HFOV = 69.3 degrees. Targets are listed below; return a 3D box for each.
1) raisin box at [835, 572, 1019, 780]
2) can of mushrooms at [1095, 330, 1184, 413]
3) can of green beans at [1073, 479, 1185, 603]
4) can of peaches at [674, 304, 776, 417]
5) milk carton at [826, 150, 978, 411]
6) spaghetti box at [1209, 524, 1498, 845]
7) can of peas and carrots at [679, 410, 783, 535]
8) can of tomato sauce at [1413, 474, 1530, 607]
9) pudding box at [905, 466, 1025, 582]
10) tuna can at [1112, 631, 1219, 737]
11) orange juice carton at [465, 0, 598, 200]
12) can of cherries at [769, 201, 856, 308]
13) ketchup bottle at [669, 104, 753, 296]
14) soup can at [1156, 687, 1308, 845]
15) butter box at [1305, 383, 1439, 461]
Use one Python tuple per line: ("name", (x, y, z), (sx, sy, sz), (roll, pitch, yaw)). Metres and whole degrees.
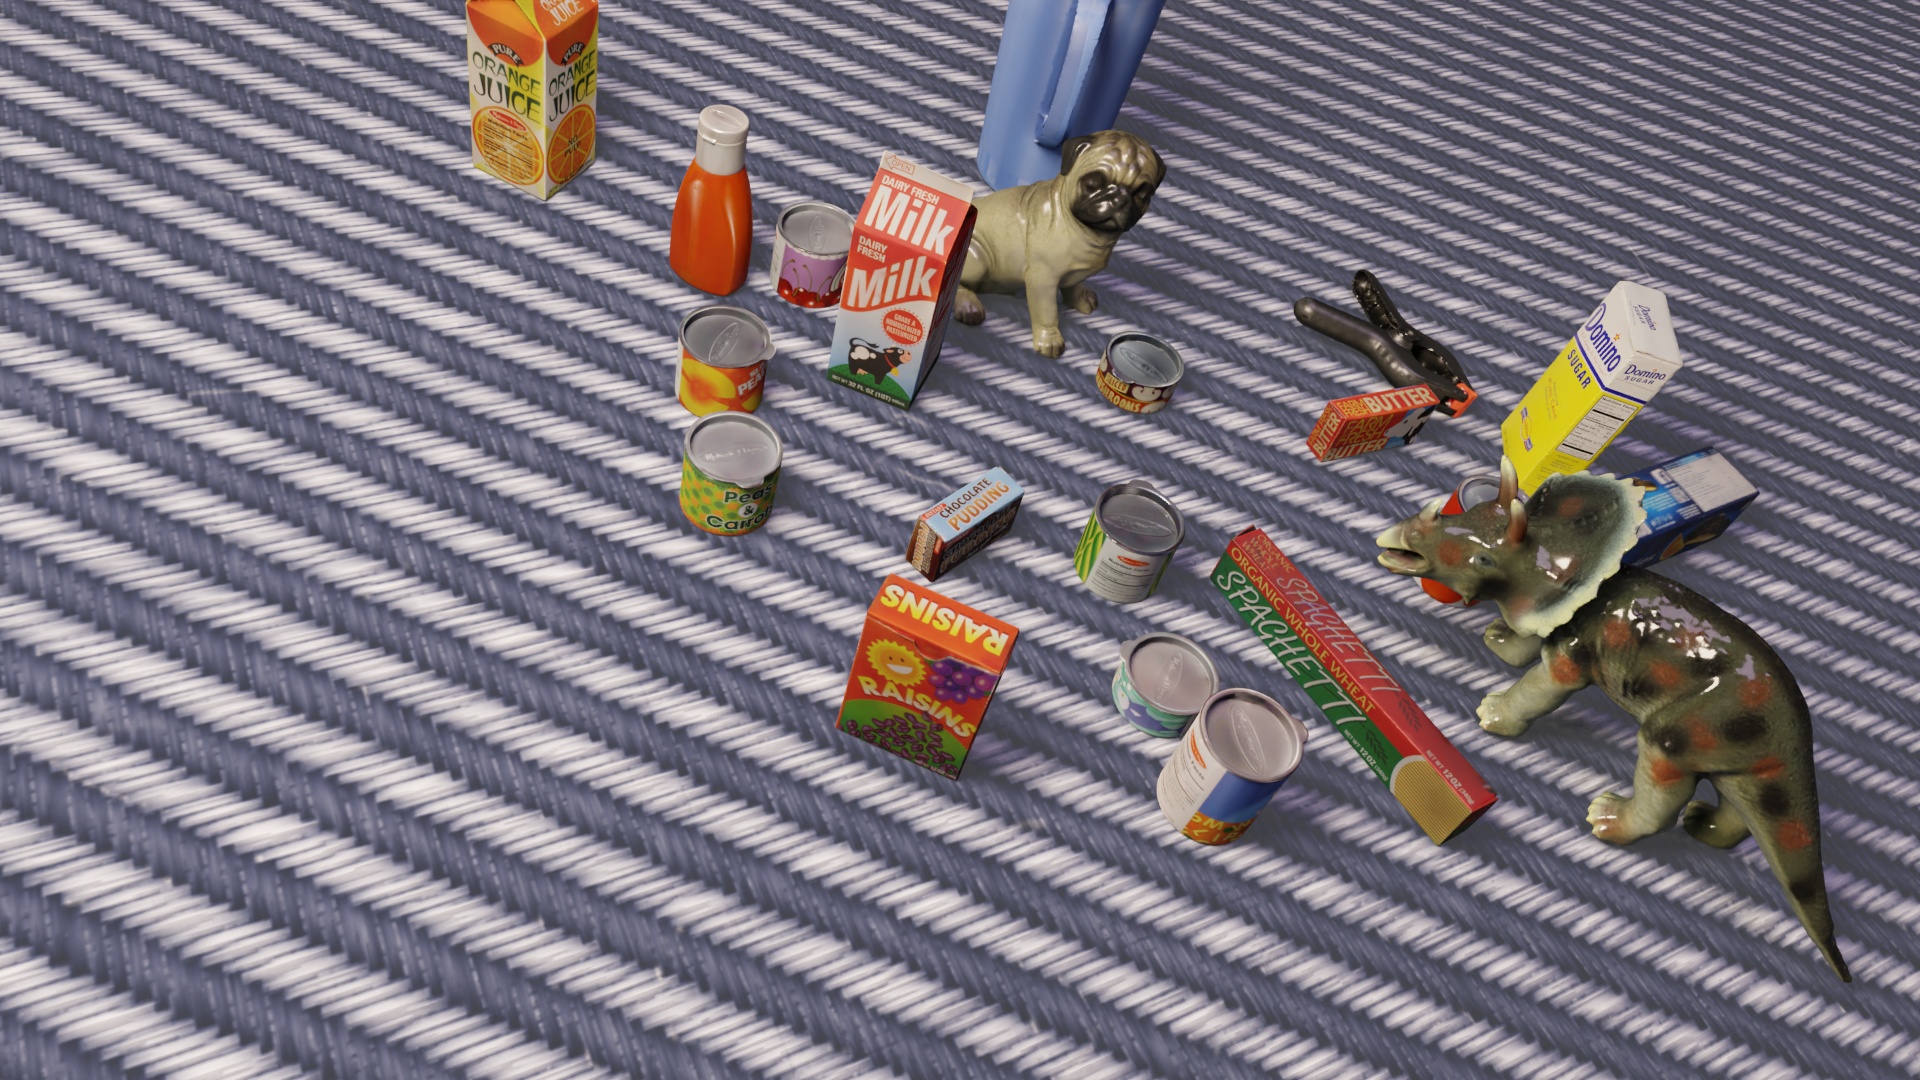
("raisin box", (-0.022, 0.084, 0.836), (0.086, 0.122, 0.040), (24, 48, 5))
("can of mushrooms", (0.144, -0.136, 1.134), (0.071, 0.033, 0.071), (8, 49, -10))
("can of green beans", (0.120, 0.002, 0.992), (0.071, 0.057, 0.071), (8, 49, -10))
("can of peaches", (-0.173, -0.128, 1.017), (0.071, 0.057, 0.071), (8, 49, -10))
("milk carton", (-0.041, -0.195, 1.024), (0.072, 0.189, 0.074), (23, 48, 3))
("spaghetti box", (0.264, 0.095, 0.960), (0.029, 0.049, 0.251), (-20, 59, -30))
("can of peas and carrots", (-0.156, -0.044, 0.949), (0.071, 0.058, 0.071), (8, 49, -10))
("can of tomato sauce", (0.388, 0.002, 1.054), (0.071, 0.082, 0.071), (8, 49, -10))
("pudding box", (0.003, -0.012, 0.975), (0.030, 0.049, 0.084), (43, 52, 20))
("tuna can", (0.135, 0.096, 0.933), (0.071, 0.032, 0.071), (8, 49, -10))
("orange juice carton", (-0.335, -0.373, 1.088), (0.073, 0.191, 0.072), (26, 48, 7))
("can of cherries", (-0.116, -0.229, 1.120), (0.071, 0.058, 0.072), (8, 49, -10))
("ketchup bottle", (-0.188, -0.260, 1.065), (0.065, 0.148, 0.044), (30, 49, 9))
("soup can", (0.169, 0.142, 0.869), (0.071, 0.083, 0.072), (8, 49, -10))
("butter box", (0.340, -0.097, 1.144), (0.104, 0.052, 0.024), (-11, 55, -24))
